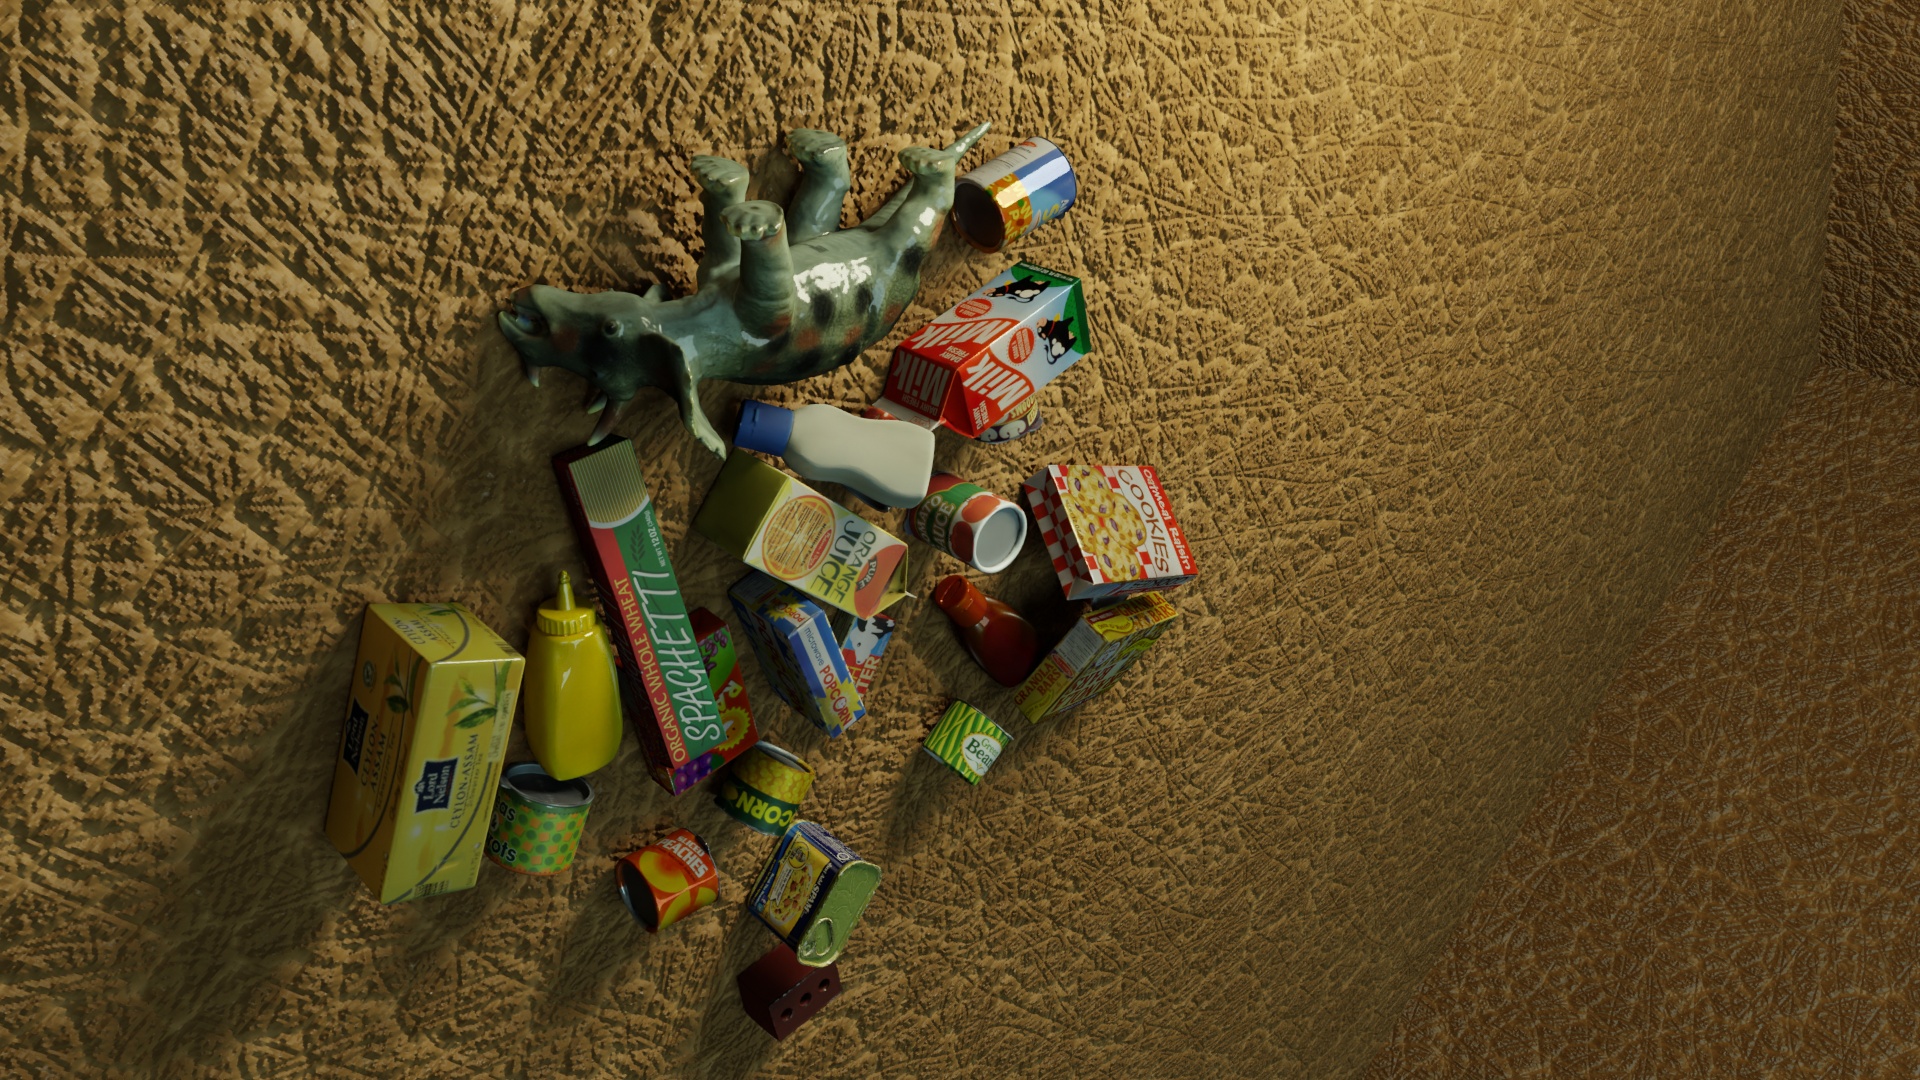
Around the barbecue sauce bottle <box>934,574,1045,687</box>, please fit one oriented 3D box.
[{"bbox_3d":[0.026,0.082,1.310,0.065,0.044,0.148,-51,138,-7],"label":"barbecue sauce bottle"}]

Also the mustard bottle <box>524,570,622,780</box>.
[{"bbox_3d":[-0.277,0.091,0.986,0.065,0.049,0.159,-18,123,-41],"label":"mustard bottle"}]

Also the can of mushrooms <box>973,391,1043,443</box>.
[{"bbox_3d":[0.035,-0.115,1.191,0.071,0.071,0.033,-38,133,-27],"label":"can of mushrooms"}]

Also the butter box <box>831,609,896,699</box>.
[{"bbox_3d":[-0.099,0.108,1.205,0.053,0.024,0.103,20,95,-50],"label":"butter box"}]

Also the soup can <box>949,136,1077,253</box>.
[{"bbox_3d":[0.042,-0.274,1.113,0.084,0.071,0.071,-36,134,-27],"label":"soup can"}]

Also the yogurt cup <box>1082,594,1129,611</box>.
[{"bbox_3d":[0.136,0.032,1.393,0.073,0.054,0.072,-25,127,-37],"label":"yogurt cup"}]

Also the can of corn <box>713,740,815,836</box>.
[{"bbox_3d":[-0.162,0.206,1.155,0.071,0.071,0.058,29,88,-50],"label":"can of corn"}]

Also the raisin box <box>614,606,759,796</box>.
[{"bbox_3d":[-0.212,0.126,1.082,0.086,0.040,0.122,-33,131,-32],"label":"raisin box"}]

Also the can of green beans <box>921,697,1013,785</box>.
[{"bbox_3d":[0.005,0.193,1.331,0.058,0.071,0.071,-52,139,-12],"label":"can of green beans"}]

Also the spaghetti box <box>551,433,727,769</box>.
[{"bbox_3d":[-0.226,0.048,0.991,0.050,0.028,0.249,-28,116,-33],"label":"spaghetti box"}]

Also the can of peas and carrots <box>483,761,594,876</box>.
[{"bbox_3d":[-0.307,0.200,1.001,0.071,0.071,0.058,8,106,-49],"label":"can of peas and carrots"}]

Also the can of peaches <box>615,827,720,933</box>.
[{"bbox_3d":[-0.235,0.272,1.115,0.058,0.071,0.071,-22,126,-37],"label":"can of peaches"}]

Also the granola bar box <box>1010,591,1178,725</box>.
[{"bbox_3d":[0.137,0.116,1.391,0.123,0.039,0.166,-52,159,27],"label":"granola bar box"}]

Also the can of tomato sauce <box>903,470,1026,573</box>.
[{"bbox_3d":[0.004,-0.015,1.202,0.071,0.083,0.070,-25,127,-37],"label":"can of tomato sauce"}]

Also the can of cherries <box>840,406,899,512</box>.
[{"bbox_3d":[-0.064,-0.064,1.111,0.058,0.071,0.071,-52,139,-13],"label":"can of cherries"}]

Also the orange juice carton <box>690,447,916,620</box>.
[{"bbox_3d":[-0.112,0.004,1.097,0.192,0.072,0.073,31,87,-50],"label":"orange juice carton"}]

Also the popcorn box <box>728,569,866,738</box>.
[{"bbox_3d":[-0.130,0.090,1.114,0.038,0.085,0.126,-39,135,-24],"label":"popcorn box"}]

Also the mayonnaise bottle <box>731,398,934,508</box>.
[{"bbox_3d":[-0.095,-0.071,1.045,0.148,0.041,0.065,14,67,-16],"label":"mayonnaise bottle"}]

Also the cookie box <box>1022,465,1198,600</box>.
[{"bbox_3d":[0.147,-0.011,1.334,0.168,0.123,0.040,-2,156,-46],"label":"cookie box"}]

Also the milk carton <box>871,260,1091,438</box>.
[{"bbox_3d":[0.017,-0.150,1.151,0.191,0.072,0.073,-38,135,-27],"label":"milk carton"}]
